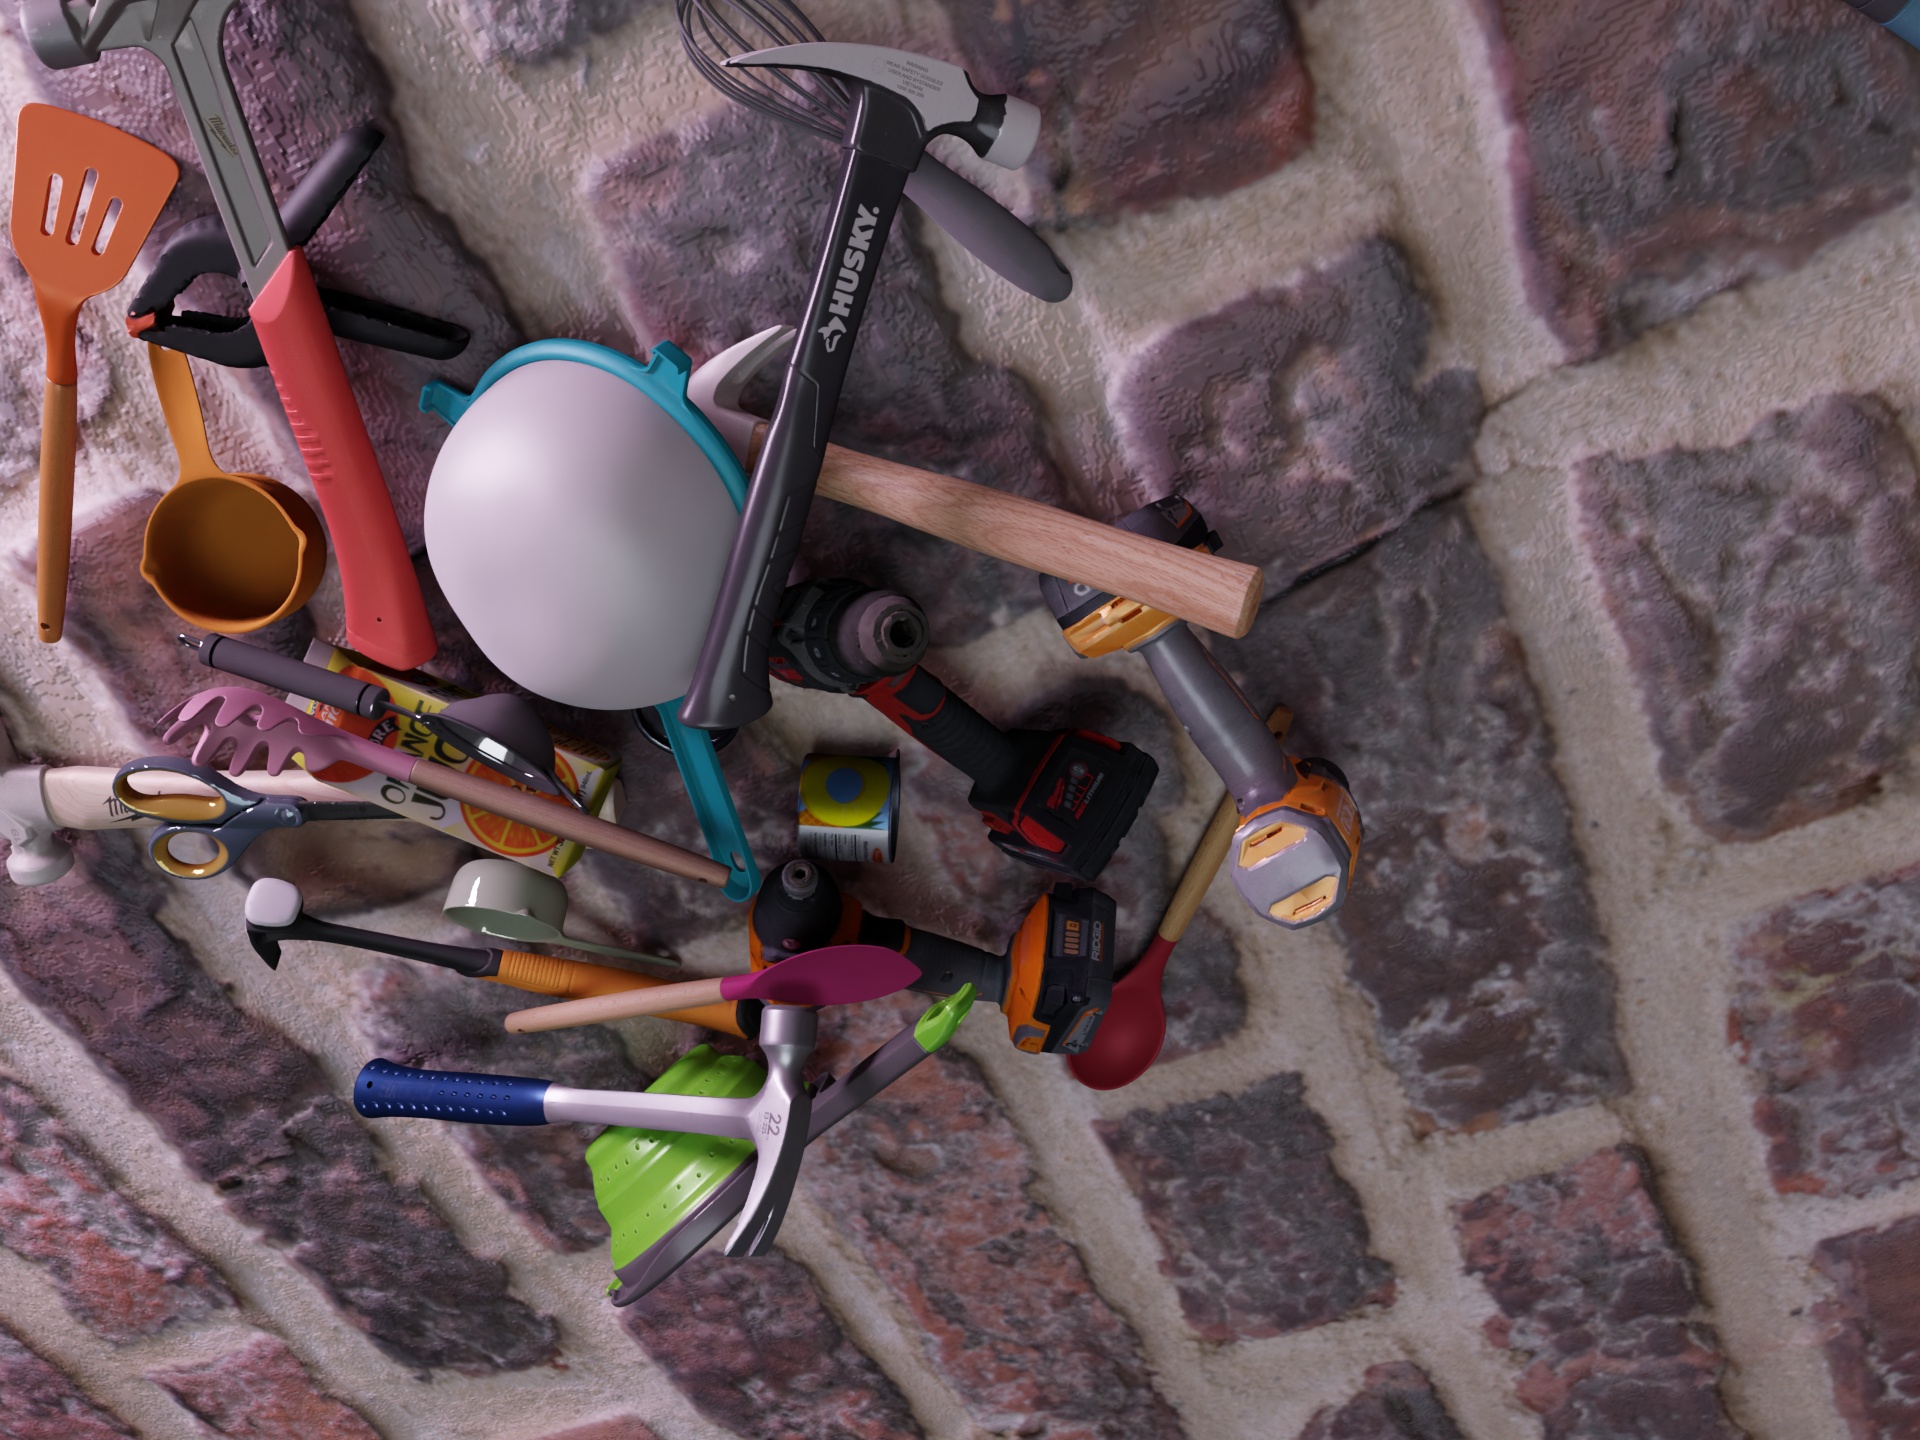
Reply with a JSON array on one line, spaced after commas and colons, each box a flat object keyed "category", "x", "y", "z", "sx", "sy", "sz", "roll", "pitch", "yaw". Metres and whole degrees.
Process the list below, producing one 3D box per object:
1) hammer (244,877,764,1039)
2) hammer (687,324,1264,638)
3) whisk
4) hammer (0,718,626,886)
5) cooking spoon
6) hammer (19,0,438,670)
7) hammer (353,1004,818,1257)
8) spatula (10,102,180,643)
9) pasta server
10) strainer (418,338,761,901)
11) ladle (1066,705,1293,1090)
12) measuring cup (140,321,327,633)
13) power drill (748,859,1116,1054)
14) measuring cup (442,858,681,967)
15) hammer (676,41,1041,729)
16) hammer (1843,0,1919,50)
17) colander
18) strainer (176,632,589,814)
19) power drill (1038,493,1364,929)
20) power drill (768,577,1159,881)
[{"category": "hammer", "x": -0.298, "y": 0.169, "z": 1.065, "sx": 0.336, "sy": 0.034, "sz": 0.127, "roll": 14, "pitch": 156, "yaw": -13}, {"category": "hammer", "x": -0.006, "y": -0.110, "z": 0.806, "sx": 0.331, "sy": 0.031, "sz": 0.130, "roll": 20, "pitch": 107, "yaw": 20}, {"category": "whisk", "x": -0.037, "y": -0.278, "z": 0.772, "sx": 0.238, "sy": 0.055, "sz": 0.055, "roll": 33, "pitch": 119, "yaw": -22}, {"category": "hammer", "x": -0.420, "y": 0.040, "z": 1.006, "sx": 0.410, "sy": 0.038, "sz": 0.146, "roll": 1, "pitch": 122, "yaw": 2}, {"category": "cooking spoon", "x": -0.165, "y": 0.170, "z": 0.989, "sx": 0.319, "sy": 0.017, "sz": 0.068, "roll": -14, "pitch": 142, "yaw": 28}, {"category": "hammer", "x": -0.326, "y": -0.190, "z": 0.809, "sx": 0.149, "sy": 0.037, "sz": 0.358, "roll": -11, "pitch": 121, "yaw": -1}, {"category": "hammer", "x": -0.259, "y": 0.255, "z": 1.032, "sx": 0.405, "sy": 0.144, "sz": 0.035, "roll": -6, "pitch": 161, "yaw": 35}, {"category": "spatula", "x": -0.493, "y": -0.173, "z": 0.881, "sx": 0.081, "sy": 0.041, "sz": 0.322, "roll": 20, "pitch": 126, "yaw": -9}, {"category": "pasta server", "x": -0.282, "y": 0.044, "z": 0.889, "sx": 0.316, "sy": 0.040, "sz": 0.060, "roll": 20, "pitch": 147, "yaw": -6}, {"category": "strainer", "x": -0.190, "y": -0.028, "z": 0.857, "sx": 0.211, "sy": 0.095, "sz": 0.340, "roll": 1, "pitch": 119, "yaw": 34}, {"category": "ladle", "x": 0.144, "y": 0.120, "z": 1.031, "sx": 0.069, "sy": 0.031, "sz": 0.315, "roll": 12, "pitch": 121, "yaw": -16}, {"category": "measuring cup", "x": -0.412, "y": -0.136, "z": 0.889, "sx": 0.095, "sy": 0.052, "sz": 0.173, "roll": -11, "pitch": 100, "yaw": 3}, {"category": "power drill", "x": -0.021, "y": 0.141, "z": 0.996, "sx": 0.226, "sy": 0.084, "sz": 0.164, "roll": 8, "pitch": 149, "yaw": -1}, {"category": "measuring cup", "x": -0.257, "y": 0.129, "z": 1.054, "sx": 0.167, "sy": 0.038, "sz": 0.083, "roll": 21, "pitch": 154, "yaw": -32}, {"category": "hammer", "x": -0.079, "y": -0.152, "z": 0.760, "sx": 0.146, "sy": 0.035, "sz": 0.334, "roll": 12, "pitch": 104, "yaw": -24}, {"category": "hammer", "x": 0.416, "y": -0.337, "z": 0.718, "sx": 0.331, "sy": 0.033, "sz": 0.128, "roll": 27, "pitch": 119, "yaw": -14}, {"category": "colander", "x": -0.136, "y": 0.243, "z": 1.031, "sx": 0.094, "sy": 0.204, "sz": 0.397, "roll": 48, "pitch": 126, "yaw": 1}, {"category": "strainer", "x": -0.315, "y": -0.010, "z": 0.875, "sx": 0.258, "sy": 0.050, "sz": 0.086, "roll": 17, "pitch": 161, "yaw": 6}, {"category": "power drill", "x": 0.147, "y": -0.010, "z": 0.874, "sx": 0.084, "sy": 0.185, "sz": 0.226, "roll": -32, "pitch": 90, "yaw": 21}, {"category": "power drill", "x": -0.001, "y": -0.003, "z": 0.875, "sx": 0.226, "sy": 0.188, "sz": 0.080, "roll": 35, "pitch": 79, "yaw": -20}]
